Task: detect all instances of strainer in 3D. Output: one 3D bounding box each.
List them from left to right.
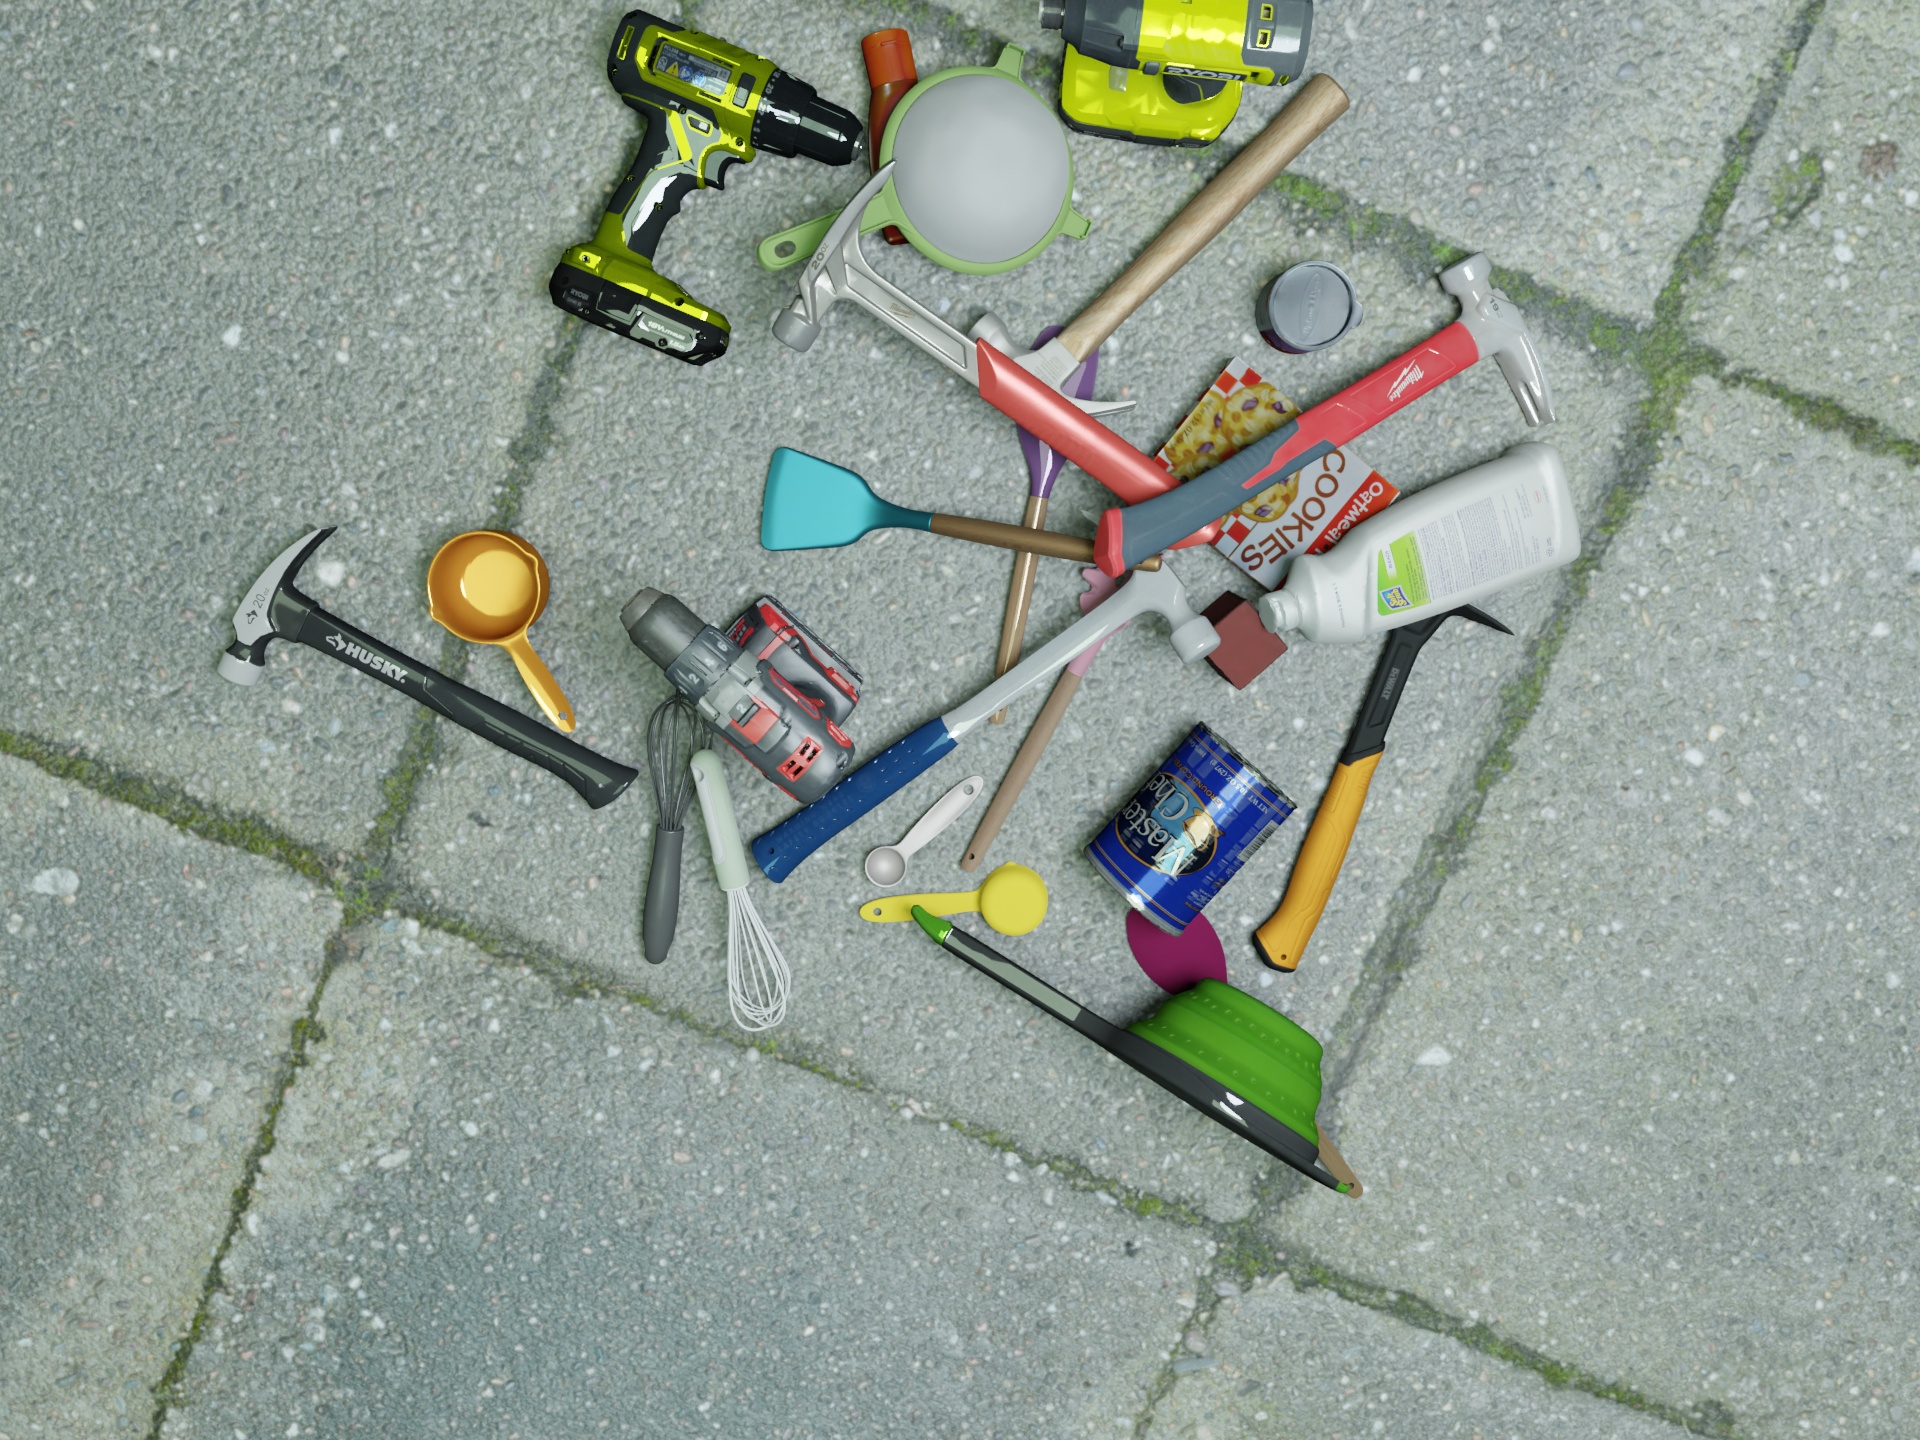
[{"bbox_3d":[-0.025,-0.383,1.143,0.256,0.069,0.151,-26,102,-13],"label":"strainer"}]

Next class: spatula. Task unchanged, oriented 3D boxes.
[{"bbox_3d":[-0.001,-0.146,1.217,0.317,0.044,0.082,12,97,20],"label":"spatula"},{"bbox_3d":[0.055,-0.152,1.258,0.060,0.018,0.316,10,99,1],"label":"spatula"}]

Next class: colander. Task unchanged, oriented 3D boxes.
[{"bbox_3d":[0.147,0.226,1.262,0.397,0.204,0.094,31,81,6],"label":"colander"}]

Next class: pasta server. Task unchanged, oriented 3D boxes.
[{"bbox_3d":[0.075,-0.015,1.273,0.060,0.040,0.316,32,101,19],"label":"pasta server"}]

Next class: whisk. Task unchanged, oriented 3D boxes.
[{"bbox_3d":[-0.236,0.087,1.289,0.055,0.055,0.239,9,105,-2],"label":"whisk"},{"bbox_3d":[-0.181,0.139,1.279,0.059,0.058,0.246,-26,113,-40],"label":"whisk"}]

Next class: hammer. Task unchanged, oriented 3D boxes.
[{"bbox_3d":[-0.412,-0.026,1.271,0.334,0.035,0.146,28,100,-5],"label":"hammer"},{"bbox_3d":[-0.002,-0.004,1.248,0.405,0.035,0.144,-35,76,14],"label":"hammer"},{"bbox_3d":[0.049,-0.244,1.159,0.359,0.037,0.149,32,110,-15],"label":"hammer"},{"bbox_3d":[0.165,-0.359,1.207,0.331,0.031,0.130,-44,90,4],"label":"hammer"},{"bbox_3d":[0.270,-0.199,1.185,0.386,0.038,0.143,-32,99,-12],"label":"hammer"},{"bbox_3d":[0.324,0.051,1.287,0.127,0.034,0.337,20,100,-2],"label":"hammer"}]

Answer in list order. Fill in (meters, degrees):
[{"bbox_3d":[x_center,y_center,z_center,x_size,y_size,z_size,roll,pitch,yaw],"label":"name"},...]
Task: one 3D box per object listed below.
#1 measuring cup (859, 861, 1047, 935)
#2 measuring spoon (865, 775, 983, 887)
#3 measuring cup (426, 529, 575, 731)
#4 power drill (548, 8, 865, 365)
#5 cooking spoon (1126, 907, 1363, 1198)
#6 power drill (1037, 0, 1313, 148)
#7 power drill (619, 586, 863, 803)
[{"bbox_3d":[-0.005,0.154,1.305,0.156,0.029,0.062,-6,100,-1],"label":"measuring cup"},{"bbox_3d":[-0.028,0.088,1.305,0.124,0.018,0.034,-43,97,0],"label":"measuring spoon"},{"bbox_3d":[-0.347,-0.070,1.256,0.095,0.052,0.173,-28,101,5],"label":"measuring cup"},{"bbox_3d":[-0.193,-0.388,1.187,0.190,0.080,0.228,22,97,-3],"label":"power drill"},{"bbox_3d":[0.245,0.277,1.334,0.069,0.017,0.319,-36,98,7],"label":"cooking spoon"},{"bbox_3d":[0.135,-0.460,1.098,0.171,0.223,0.080,6,100,-1],"label":"power drill"},{"bbox_3d":[-0.156,-0.034,1.172,0.188,0.227,0.080,42,97,-7],"label":"power drill"}]
